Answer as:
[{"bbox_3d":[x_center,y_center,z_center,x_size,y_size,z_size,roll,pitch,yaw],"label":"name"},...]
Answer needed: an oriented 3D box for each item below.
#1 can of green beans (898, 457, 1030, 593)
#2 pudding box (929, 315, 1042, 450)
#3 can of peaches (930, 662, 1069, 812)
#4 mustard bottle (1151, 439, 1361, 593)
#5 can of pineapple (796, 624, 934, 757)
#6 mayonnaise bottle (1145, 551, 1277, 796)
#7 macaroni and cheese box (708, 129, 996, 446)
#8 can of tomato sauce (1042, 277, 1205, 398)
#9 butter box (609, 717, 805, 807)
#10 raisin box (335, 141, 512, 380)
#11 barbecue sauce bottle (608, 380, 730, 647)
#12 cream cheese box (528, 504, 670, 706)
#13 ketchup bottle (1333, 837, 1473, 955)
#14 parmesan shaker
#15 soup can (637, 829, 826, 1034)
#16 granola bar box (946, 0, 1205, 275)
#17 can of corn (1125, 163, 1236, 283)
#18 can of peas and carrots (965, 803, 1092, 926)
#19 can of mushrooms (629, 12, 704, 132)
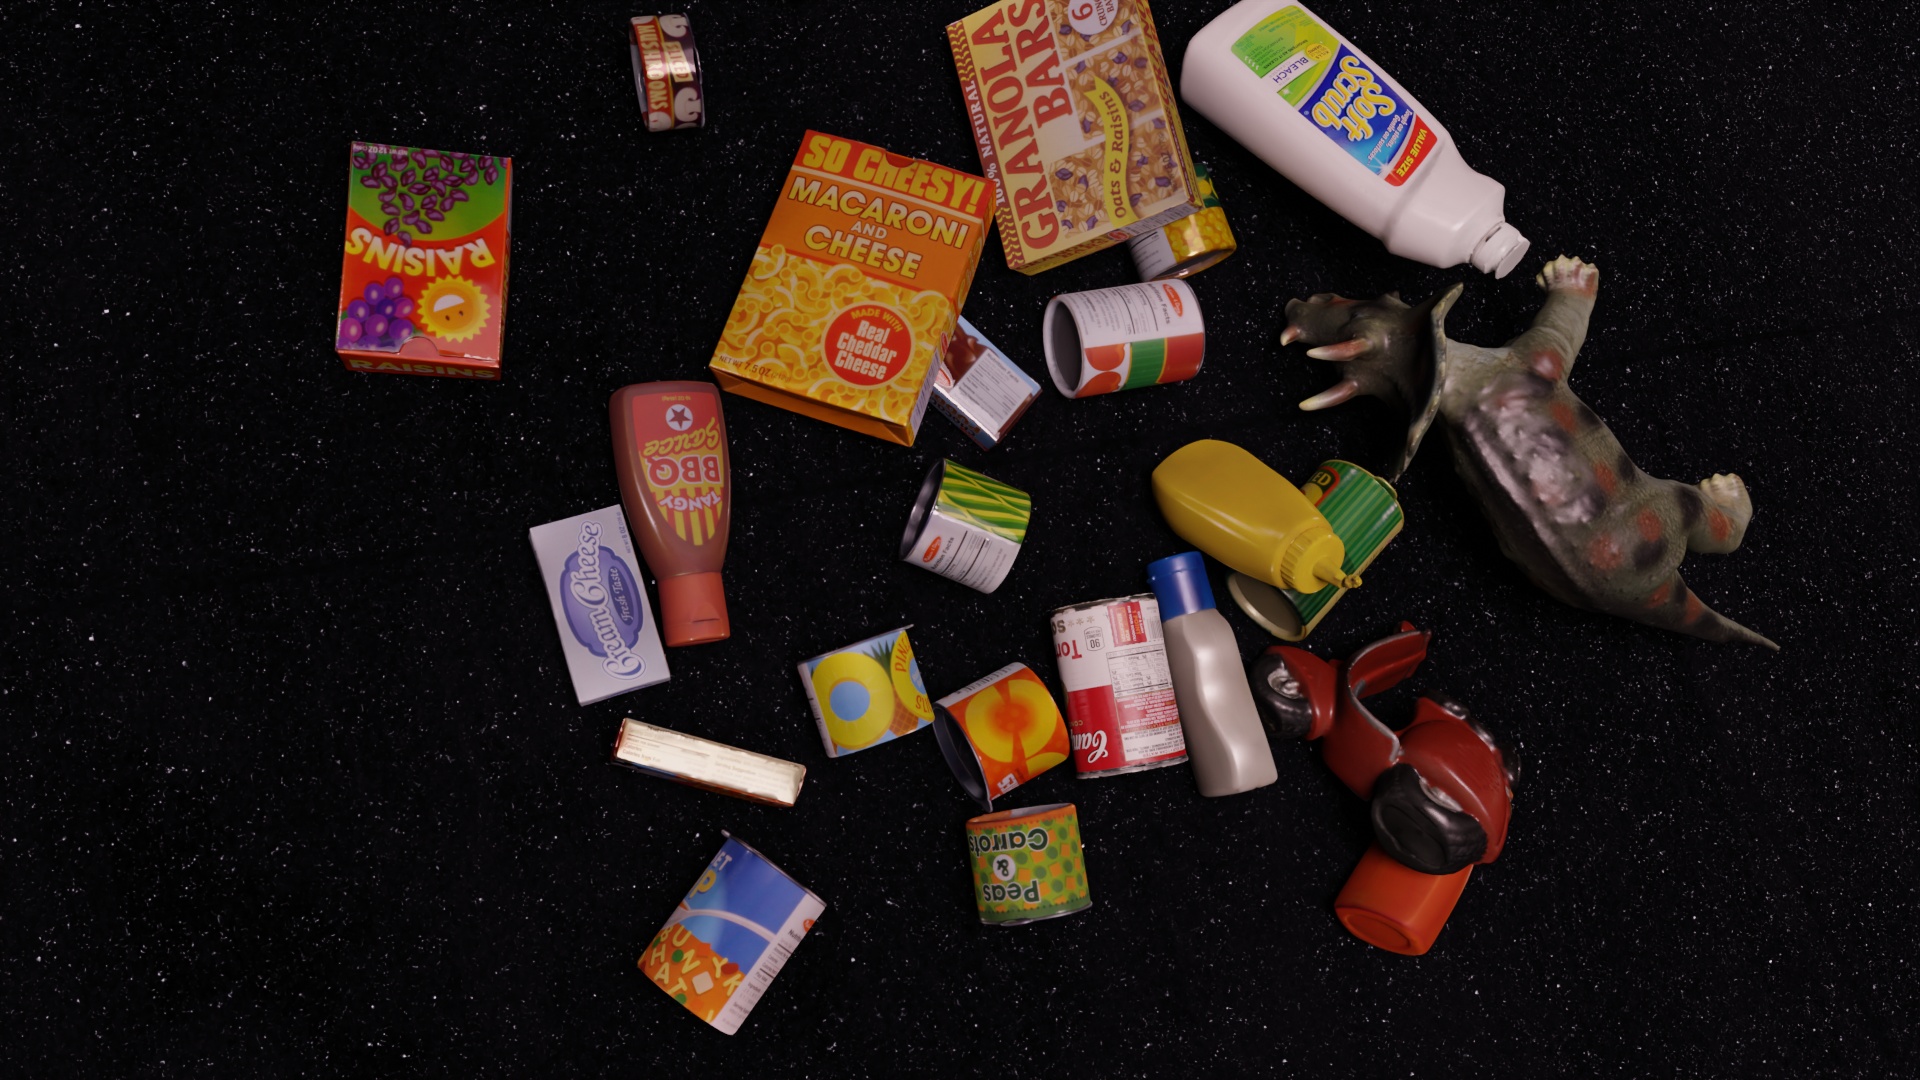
[{"bbox_3d":[0.003,-0.009,0.829,0.058,0.071,0.071,22,75,-12],"label":"can of green beans"},{"bbox_3d":[0.003,-0.102,0.864,0.083,0.030,0.050,41,74,-6],"label":"pudding box"},{"bbox_3d":[0.024,0.114,0.813,0.058,0.071,0.071,-26,88,-19],"label":"can of peaches"},{"bbox_3d":[0.182,-0.007,0.838,0.065,0.161,0.048,-31,130,-14],"label":"mustard bottle"},{"bbox_3d":[-0.052,0.086,0.795,0.071,0.071,0.058,-18,87,-18],"label":"can of pineapple"},{"bbox_3d":[0.152,0.082,0.859,0.041,0.064,0.148,-12,80,-16],"label":"mayonnaise bottle"},{"bbox_3d":[-0.061,-0.153,0.831,0.124,0.040,0.167,17,75,7],"label":"macaroni and cheese box"},{"bbox_3d":[0.102,-0.126,0.879,0.083,0.071,0.071,-11,84,-17],"label":"can of tomato sauce"},{"bbox_3d":[-0.141,0.125,0.771,0.103,0.053,0.024,17,74,-13],"label":"butter box"},{"bbox_3d":[-0.299,-0.156,0.782,0.086,0.040,0.123,3,80,-16],"label":"raisin box"},{"bbox_3d":[-0.160,-0.015,0.794,0.065,0.043,0.148,-5,82,-32],"label":"barbecue sauce bottle"},{"bbox_3d":[-0.203,0.037,0.784,0.053,0.024,0.104,-17,85,-17],"label":"cream cheese box"},{"bbox_3d":[0.299,0.190,0.883,0.149,0.064,0.043,-48,115,-26],"label":"ketchup bottle"},{"bbox_3d":[0.226,0.006,0.887,0.103,0.071,0.071,-44,94,-18],"label":"parmesan shaker"},{"bbox_3d":[-0.126,0.212,0.754,0.071,0.071,0.084,39,73,-7],"label":"soup can"},{"bbox_3d":[0.071,-0.265,0.871,0.124,0.039,0.165,-17,84,25],"label":"granola bar box"},{"bbox_3d":[0.141,-0.204,0.902,0.071,0.071,0.058,-19,87,-18],"label":"can of corn"},{"bbox_3d":[0.038,0.186,0.802,0.071,0.071,0.059,-7,82,-17],"label":"can of peas and carrots"},{"bbox_3d":[-0.174,-0.277,0.823,0.033,0.071,0.071,-10,84,-15],"label":"can of mushrooms"}]
